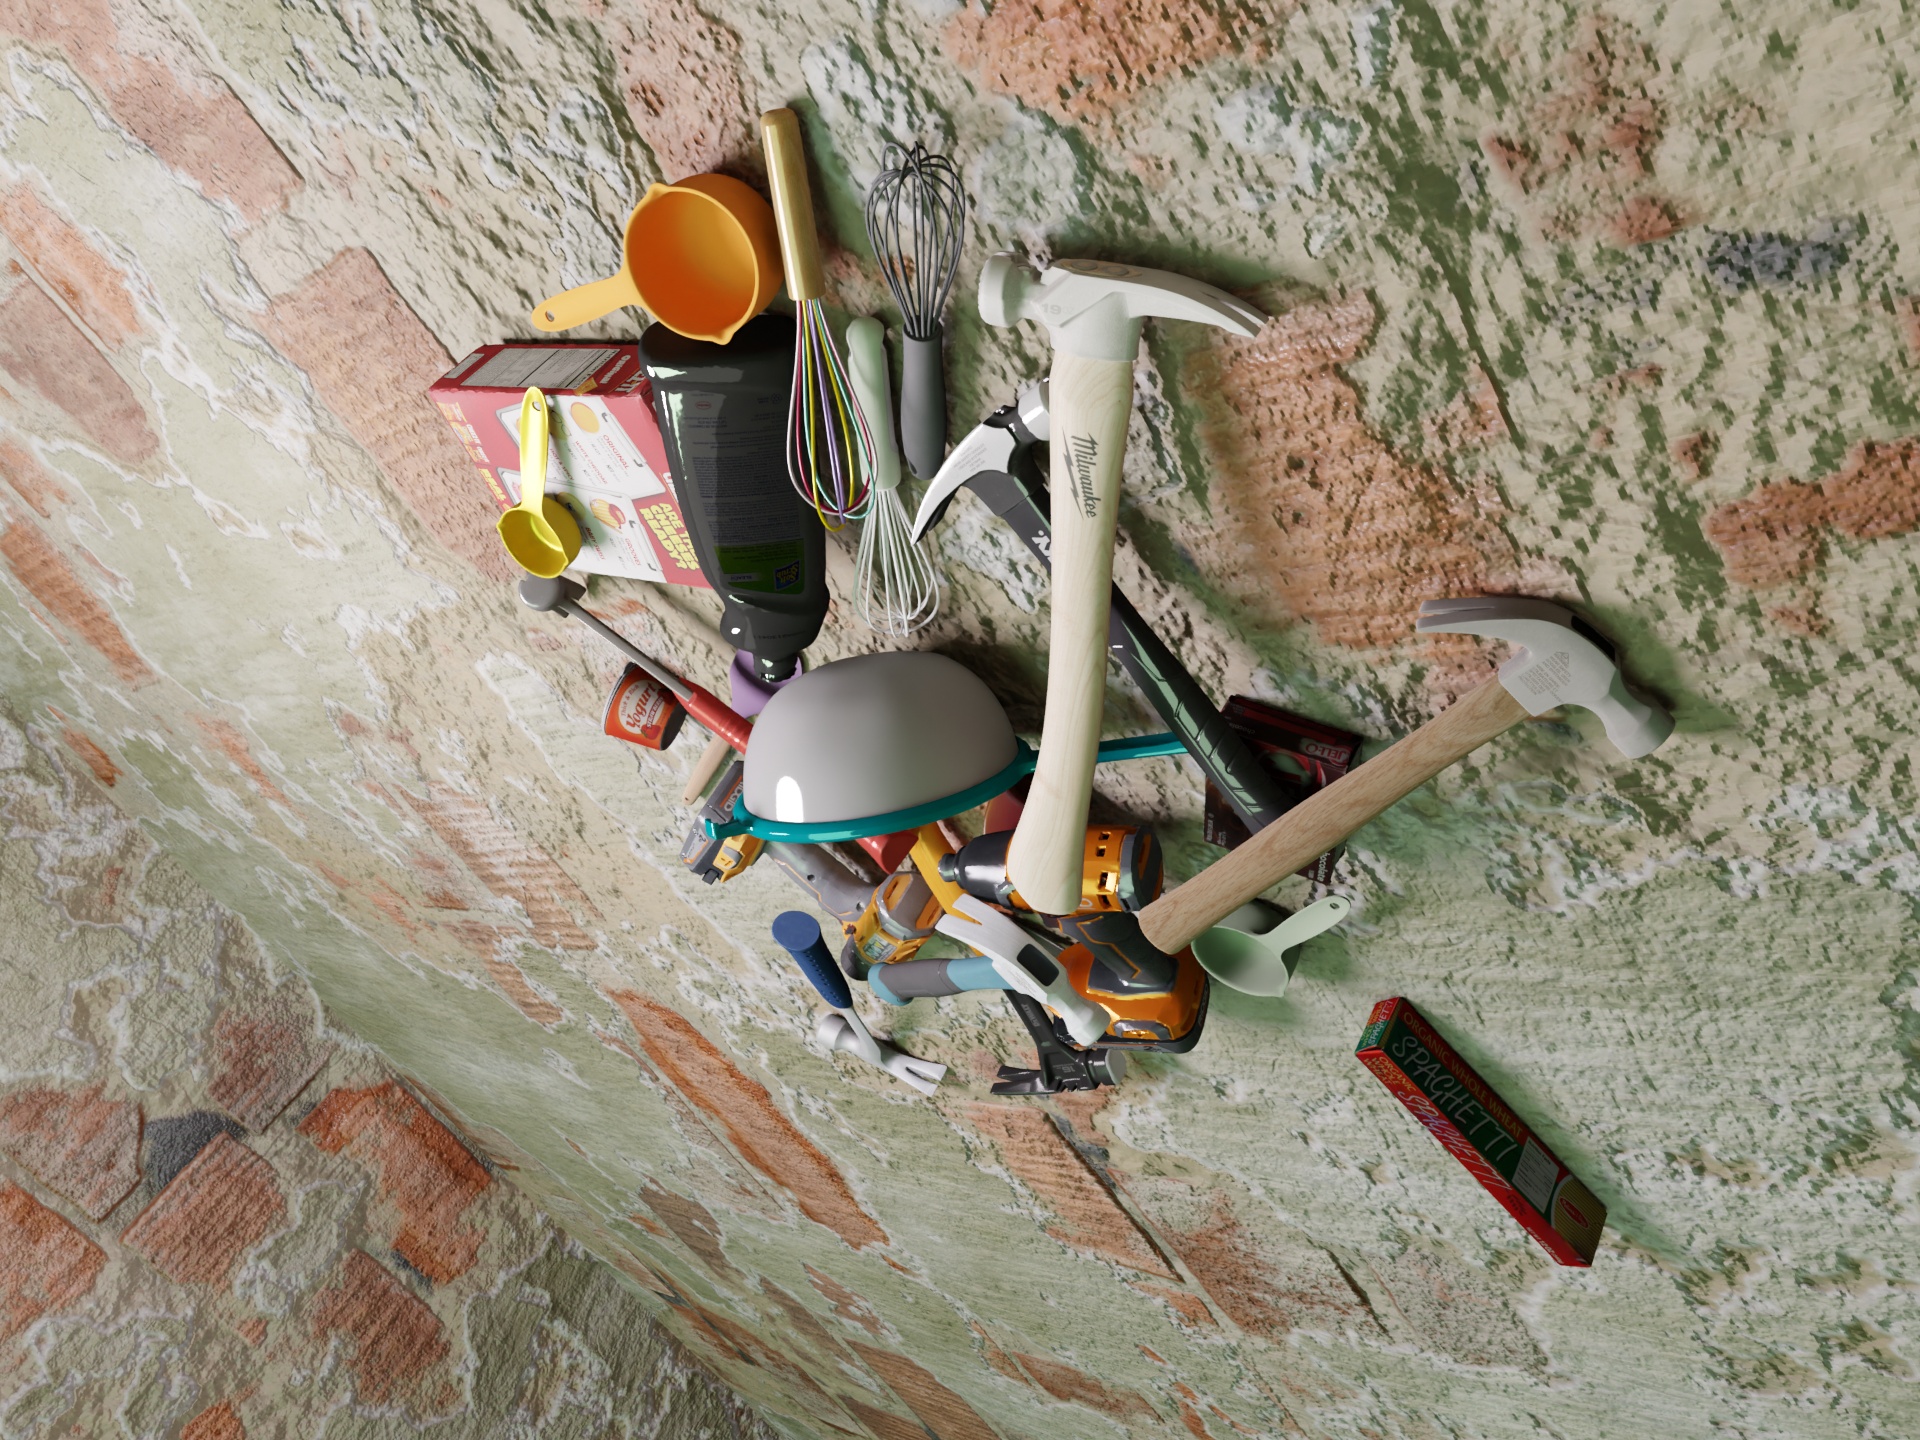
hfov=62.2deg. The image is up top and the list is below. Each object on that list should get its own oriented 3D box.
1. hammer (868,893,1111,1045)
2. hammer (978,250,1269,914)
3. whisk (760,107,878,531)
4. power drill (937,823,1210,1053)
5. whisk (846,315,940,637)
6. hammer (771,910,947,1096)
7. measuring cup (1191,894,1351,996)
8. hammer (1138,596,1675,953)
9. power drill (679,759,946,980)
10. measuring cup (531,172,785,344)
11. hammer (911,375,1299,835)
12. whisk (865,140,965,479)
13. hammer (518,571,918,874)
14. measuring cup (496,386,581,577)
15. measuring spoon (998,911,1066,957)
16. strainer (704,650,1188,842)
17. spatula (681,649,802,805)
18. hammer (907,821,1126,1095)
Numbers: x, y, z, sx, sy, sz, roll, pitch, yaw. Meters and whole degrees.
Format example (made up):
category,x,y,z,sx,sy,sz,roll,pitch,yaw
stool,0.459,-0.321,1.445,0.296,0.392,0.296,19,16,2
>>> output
category,x,y,z,sx,sy,sz,roll,pitch,yaw
hammer,-0.003,0.200,1.237,0.128,0.033,0.331,46,157,-8
hammer,0.077,-0.053,0.907,0.146,0.038,0.410,14,125,18
whisk,-0.084,-0.221,0.912,0.051,0.047,0.244,27,135,44
power drill,0.087,0.157,1.182,0.164,0.084,0.226,-2,139,26
whisk,-0.048,-0.147,1.012,0.059,0.058,0.246,-5,135,-1
hammer,-0.105,0.265,1.488,0.144,0.035,0.405,22,159,18
measuring cup,0.227,0.143,1.118,0.083,0.038,0.167,39,145,-3
hammer,0.223,0.044,0.910,0.130,0.031,0.331,44,125,-8
power drill,-0.135,0.148,1.418,0.226,0.084,0.185,33,149,-2
measuring cup,-0.179,-0.265,0.943,0.173,0.052,0.095,-8,117,32
hammer,0.106,-0.039,0.959,0.334,0.035,0.146,51,136,-9
whisk,-0.024,-0.221,0.895,0.055,0.055,0.238,25,149,16
hammer,-0.187,0.000,1.255,0.359,0.037,0.149,37,178,0
measuring cup,-0.285,-0.166,1.092,0.062,0.029,0.156,27,134,12
measuring spoon,0.080,0.184,1.327,0.124,0.018,0.034,25,144,29
strainer,-0.002,-0.003,1.073,0.340,0.211,0.095,-7,105,20
spatula,-0.194,0.009,1.353,0.060,0.018,0.315,38,146,-3
hammer,0.015,0.182,1.324,0.127,0.034,0.336,-14,117,31
